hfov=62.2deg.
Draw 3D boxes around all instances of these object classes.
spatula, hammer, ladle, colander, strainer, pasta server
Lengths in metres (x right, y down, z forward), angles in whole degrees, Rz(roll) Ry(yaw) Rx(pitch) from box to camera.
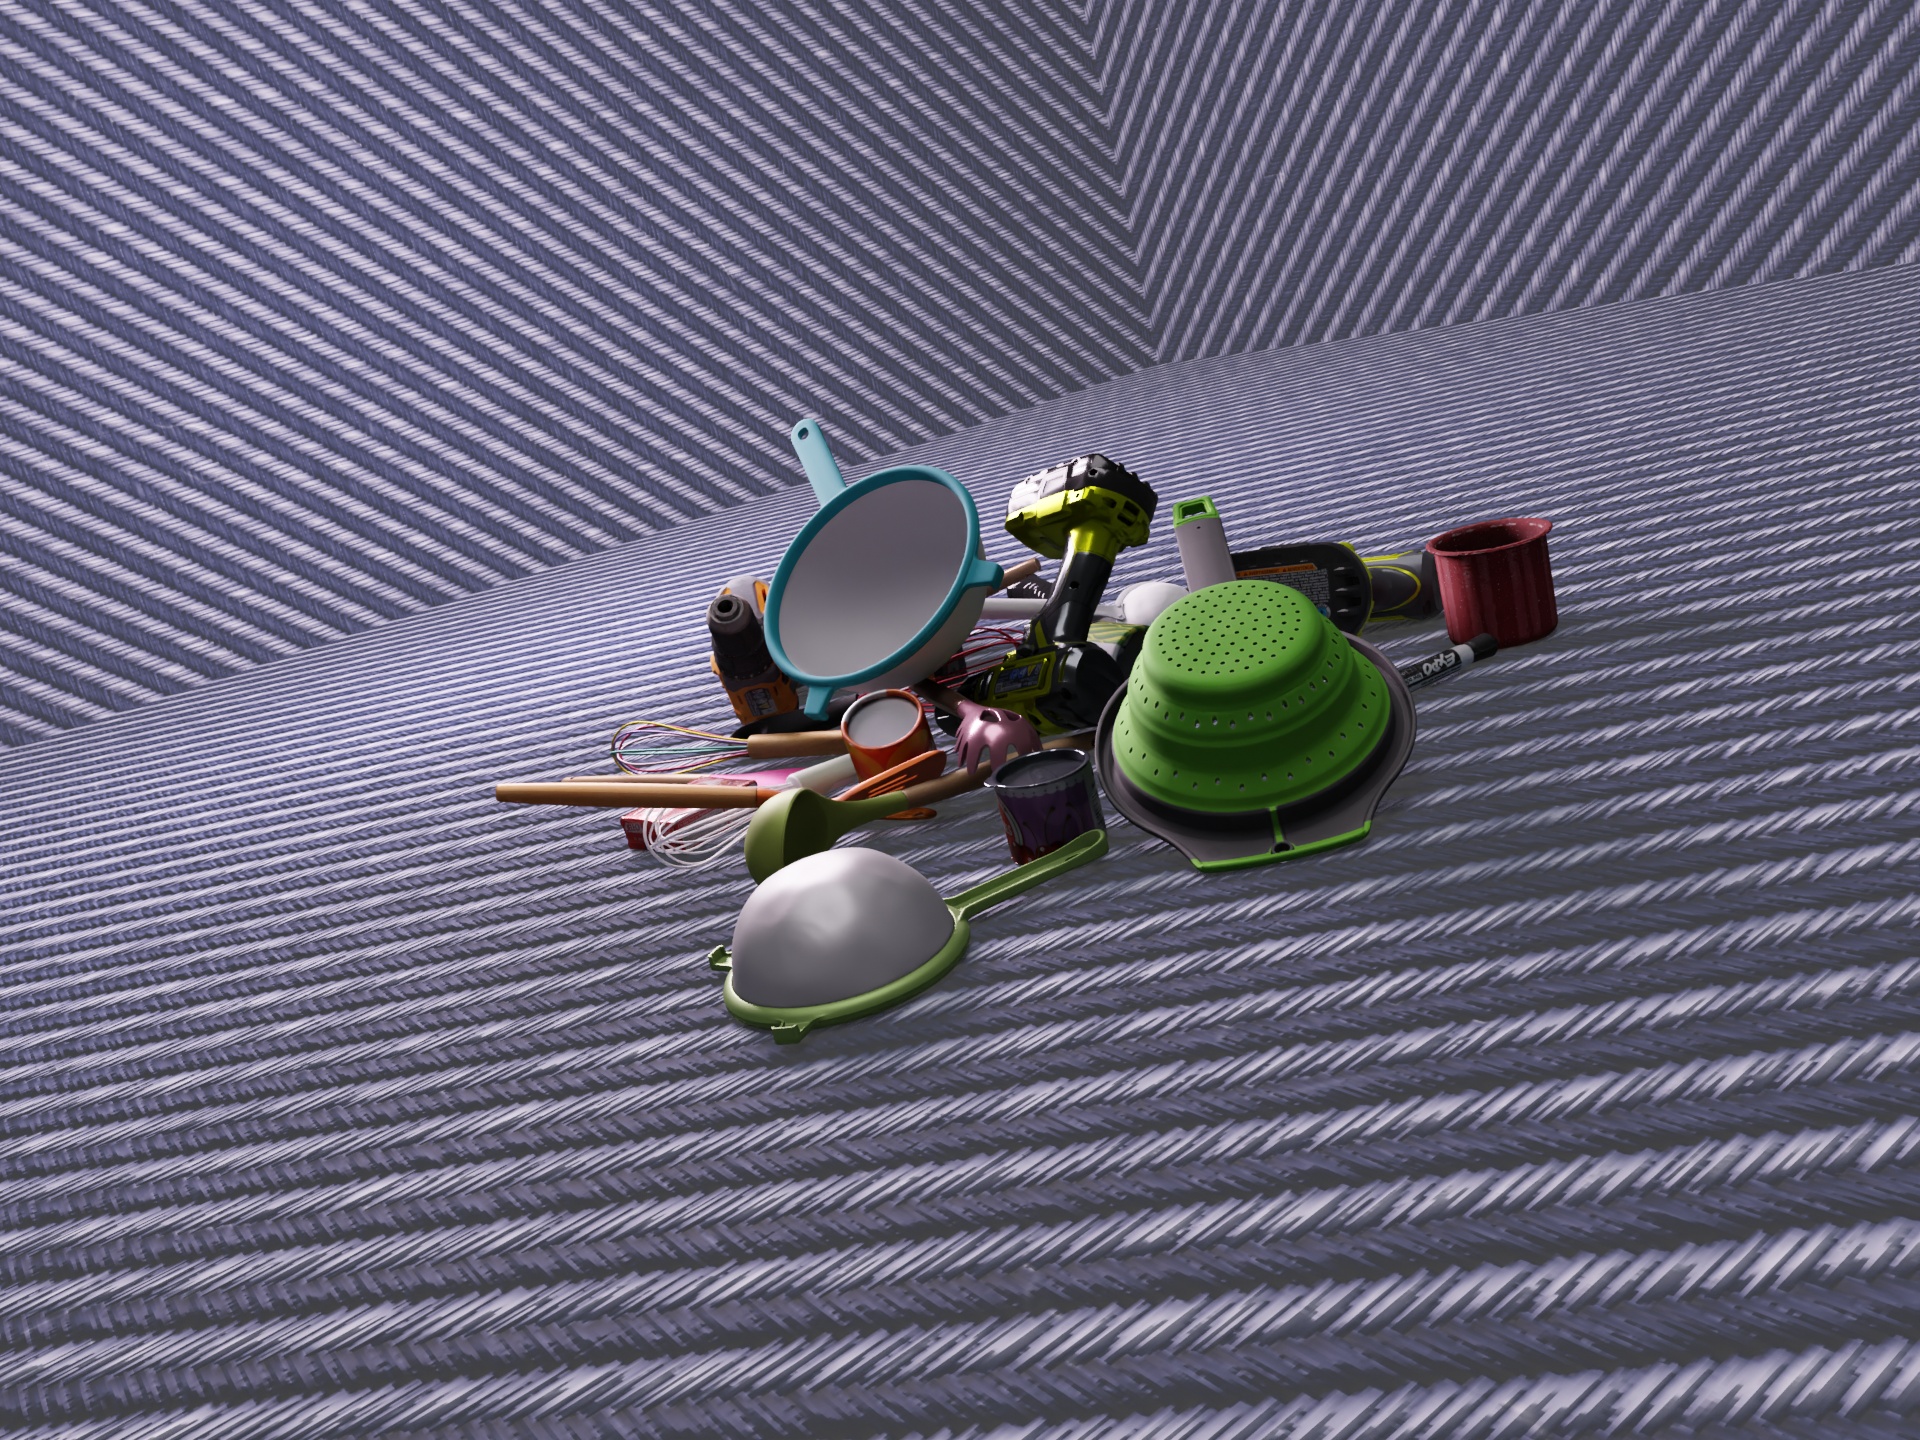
[{"bbox_3d":[-0.060,-0.090,1.551,0.316,0.018,0.059,-23,-21,24],"label":"spatula"},{"bbox_3d":[-0.171,0.047,1.151,0.322,0.041,0.081,1,-17,-3],"label":"spatula"},{"bbox_3d":[0.119,-0.117,1.612,0.146,0.035,0.335,-18,16,-11],"label":"hammer"},{"bbox_3d":[-0.012,0.053,1.124,0.320,0.078,0.062,-16,24,-33],"label":"ladle"},{"bbox_3d":[0.174,-0.072,1.060,0.204,0.094,0.398,-13,37,9],"label":"colander"},{"bbox_3d":[0.114,-0.098,1.413,0.258,0.050,0.087,0,52,-3],"label":"strainer"},{"bbox_3d":[-0.028,0.098,0.949,0.256,0.069,0.152,-22,17,-19],"label":"strainer"},{"bbox_3d":[-0.073,-0.142,1.363,0.211,0.095,0.341,-37,45,12],"label":"strainer"},{"bbox_3d":[-0.002,-0.004,1.210,0.060,0.040,0.316,-3,9,-14],"label":"pasta server"}]

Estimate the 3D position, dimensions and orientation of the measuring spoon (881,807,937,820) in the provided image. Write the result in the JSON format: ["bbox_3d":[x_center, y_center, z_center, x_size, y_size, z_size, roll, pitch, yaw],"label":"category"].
[{"bbox_3d":[-0.068,0.073,1.186,0.117,0.011,0.021,-1,20,28],"label":"measuring spoon"}]

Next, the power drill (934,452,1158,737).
[{"bbox_3d":[0.067,-0.088,1.295,0.190,0.080,0.229,-12,56,51],"label":"power drill"}]

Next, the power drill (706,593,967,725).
[{"bbox_3d":[-0.116,-0.075,1.446,0.226,0.084,0.185,-14,-29,-1],"label":"power drill"}]

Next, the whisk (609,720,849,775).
[{"bbox_3d":[-0.204,0.021,1.401,0.245,0.047,0.051,-3,-17,20],"label":"whisk"}]

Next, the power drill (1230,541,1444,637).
[{"bbox_3d":[0.280,-0.100,1.282,0.171,0.080,0.223,-4,3,30],"label":"power drill"}]

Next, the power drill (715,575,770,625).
[{"bbox_3d":[-0.124,-0.099,1.617,0.226,0.084,0.164,-13,-27,-3],"label":"power drill"}]

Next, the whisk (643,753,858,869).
[{"bbox_3d":[-0.134,0.057,1.233,0.246,0.059,0.057,-20,-13,-34],"label":"whisk"}]

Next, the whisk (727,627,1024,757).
[{"bbox_3d":[-0.071,-0.019,1.412,0.296,0.073,0.073,-18,15,10],"label":"whisk"}]

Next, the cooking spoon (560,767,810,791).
[{"bbox_3d":[-0.232,0.054,1.371,0.319,0.017,0.069,-3,19,34],"label":"cooking spoon"}]

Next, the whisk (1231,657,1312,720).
[{"bbox_3d":[0.230,-0.030,1.201,0.055,0.055,0.239,-14,12,3],"label":"whisk"}]
